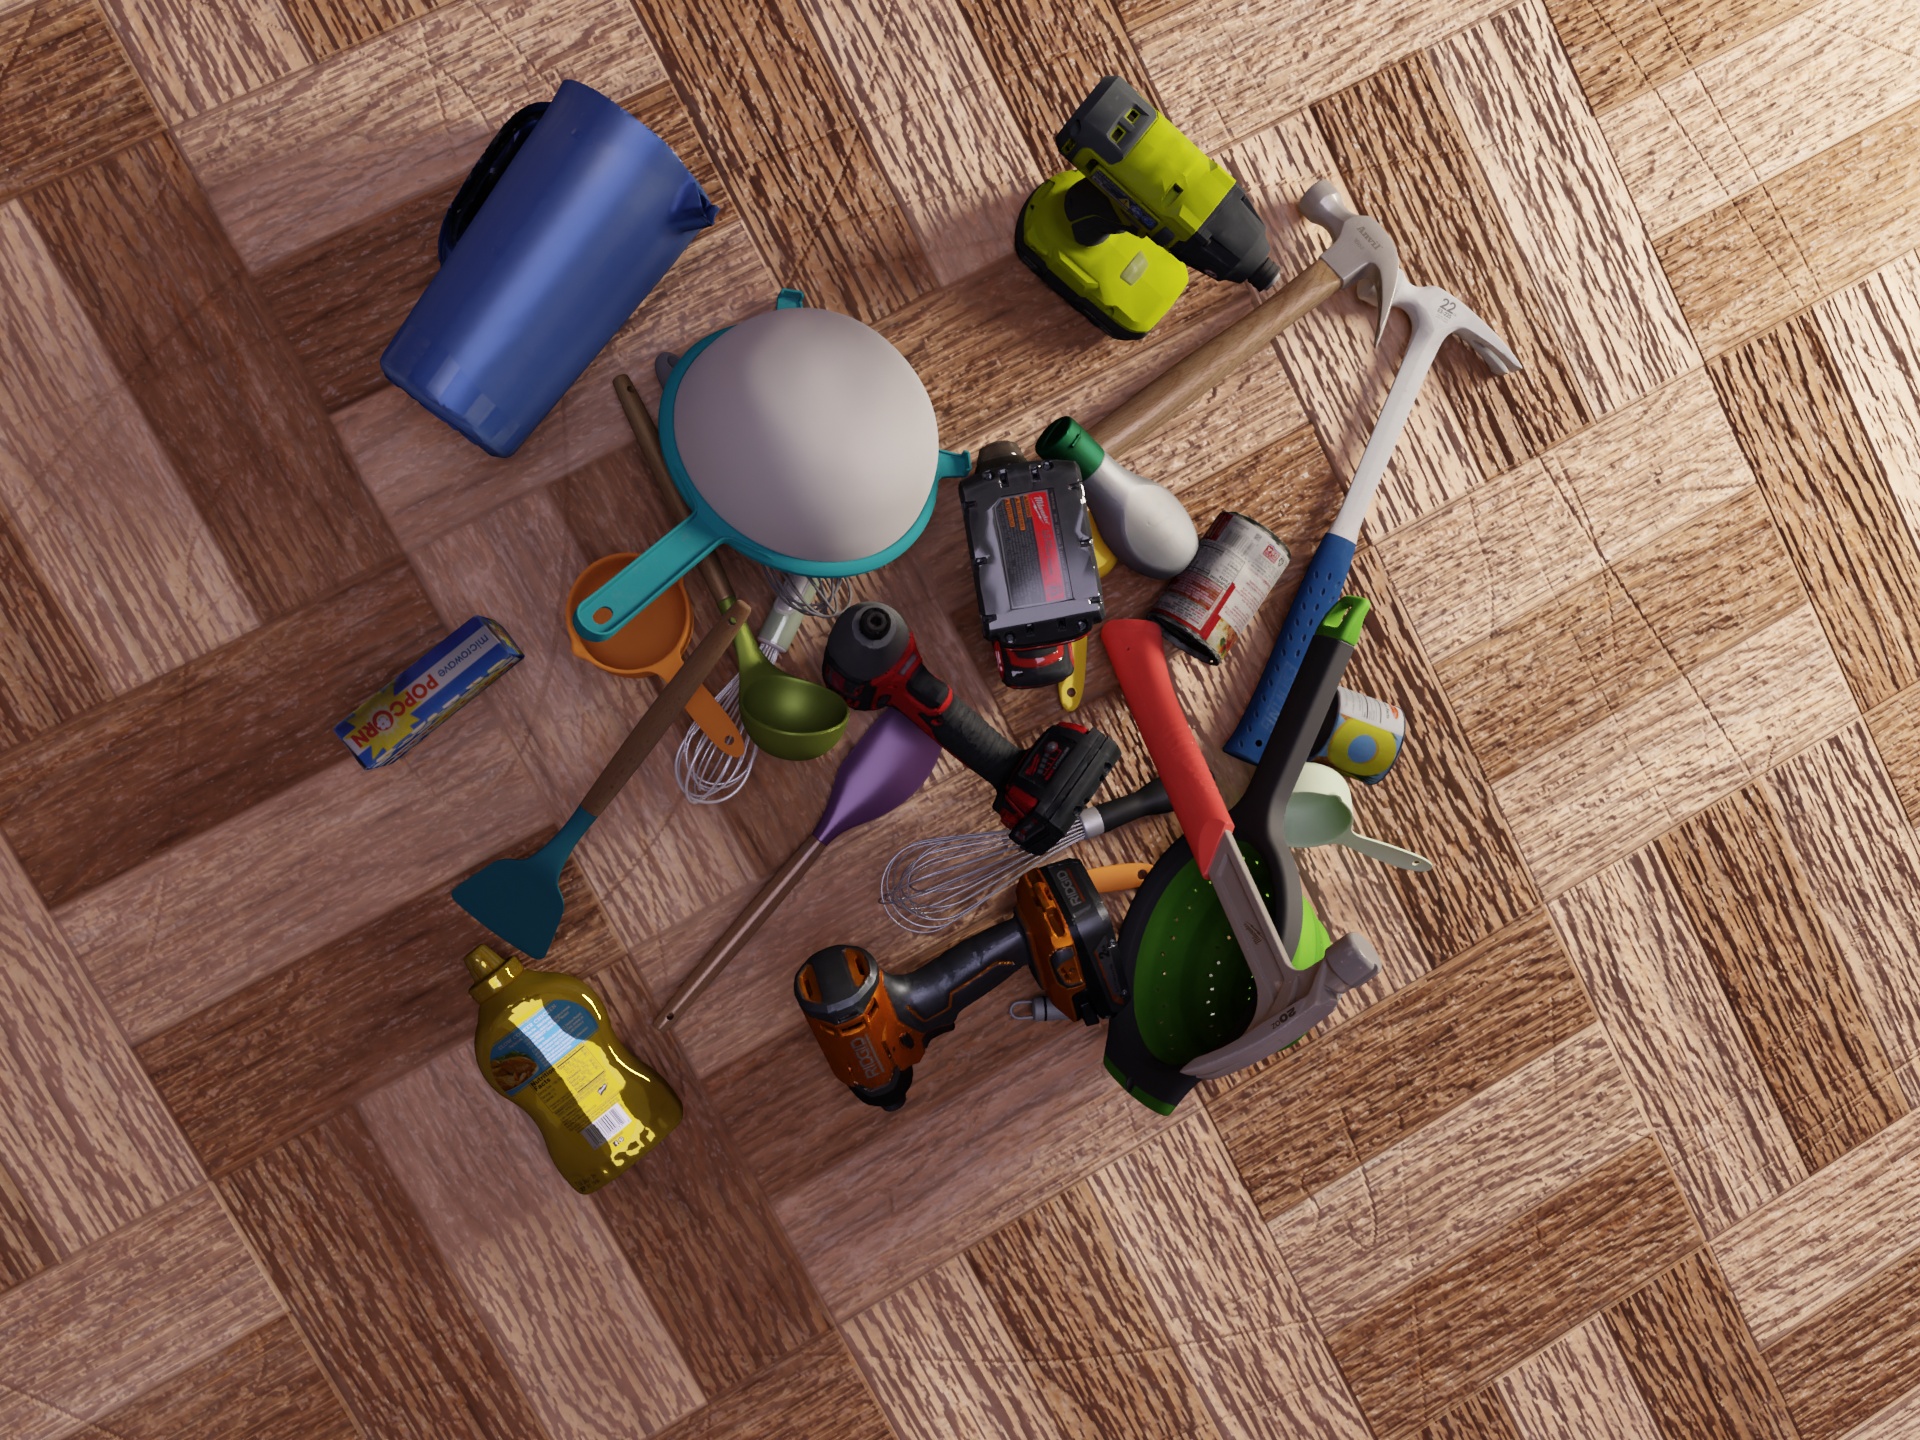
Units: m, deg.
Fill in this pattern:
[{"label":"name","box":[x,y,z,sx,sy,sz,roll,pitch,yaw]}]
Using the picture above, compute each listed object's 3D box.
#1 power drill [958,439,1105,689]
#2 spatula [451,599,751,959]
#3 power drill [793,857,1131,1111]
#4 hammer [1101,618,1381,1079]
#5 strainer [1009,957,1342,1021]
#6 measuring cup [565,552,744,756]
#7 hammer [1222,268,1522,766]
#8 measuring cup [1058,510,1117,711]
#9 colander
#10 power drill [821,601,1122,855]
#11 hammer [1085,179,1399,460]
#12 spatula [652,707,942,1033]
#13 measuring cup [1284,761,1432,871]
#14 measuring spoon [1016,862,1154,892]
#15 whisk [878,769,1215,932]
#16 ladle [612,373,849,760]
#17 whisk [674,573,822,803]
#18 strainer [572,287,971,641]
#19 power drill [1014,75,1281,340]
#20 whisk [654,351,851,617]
[{"label":"power drill","box":[0.043,-0.123,1.119,0.080,0.226,0.188,-10,86,0]},{"label":"spatula","box":[-0.246,0.039,1.121,0.082,0.044,0.317,38,100,-7]},{"label":"power drill","box":[0.005,0.206,1.174,0.226,0.084,0.164,-21,132,-5]},{"label":"hammer","box":[0.163,0.069,1.127,0.149,0.359,0.036,-40,137,24]},{"label":"strainer","box":[0.166,0.219,1.246,0.258,0.050,0.087,-2,80,-4]},{"label":"measuring cup","box":[-0.211,-0.041,1.150,0.095,0.052,0.173,-39,89,-6]},{"label":"hammer","box":[0.311,-0.151,1.261,0.144,0.035,0.405,24,88,-10]},{"label":"measuring cup","box":[0.092,-0.085,1.225,0.062,0.029,0.156,4,89,-10]},{"label":"colander","box":[0.237,0.105,1.167,0.094,0.205,0.397,23,91,-23]},{"label":"power drill","box":[-0.002,-0.004,1.135,0.219,0.143,0.078,36,73,2]},{"label":"hammer","box":[0.196,-0.274,1.224,0.331,0.031,0.130,-37,72,-2]},{"label":"spatula","box":[-0.122,0.111,1.200,0.059,0.018,0.316,42,84,-10]},{"label":"measuring cup","box":[0.306,0.079,1.258,0.167,0.083,0.038,21,50,-21]},{"label":"measuring spoon","box":[0.101,0.127,1.244,0.117,0.011,0.021,-7,93,-10]},{"label":"whisk","box":[0.069,0.090,1.218,0.284,0.070,0.070,-20,95,-15]},{"label":"ladle","box":[-0.173,-0.114,1.136,0.078,0.062,0.320,-19,79,-42]},{"label":"whisk","box":[-0.144,-0.049,1.178,0.058,0.059,0.246,23,83,17]},{"label":"strainer","box":[-0.132,-0.174,1.075,0.211,0.095,0.340,44,55,-2]},{"label":"power drill","box":[0.128,-0.347,1.125,0.171,0.223,0.080,39,85,-9]},{"label":"whisk","box":[-0.154,-0.172,1.154,0.055,0.055,0.239,-32,82,-8]}]
